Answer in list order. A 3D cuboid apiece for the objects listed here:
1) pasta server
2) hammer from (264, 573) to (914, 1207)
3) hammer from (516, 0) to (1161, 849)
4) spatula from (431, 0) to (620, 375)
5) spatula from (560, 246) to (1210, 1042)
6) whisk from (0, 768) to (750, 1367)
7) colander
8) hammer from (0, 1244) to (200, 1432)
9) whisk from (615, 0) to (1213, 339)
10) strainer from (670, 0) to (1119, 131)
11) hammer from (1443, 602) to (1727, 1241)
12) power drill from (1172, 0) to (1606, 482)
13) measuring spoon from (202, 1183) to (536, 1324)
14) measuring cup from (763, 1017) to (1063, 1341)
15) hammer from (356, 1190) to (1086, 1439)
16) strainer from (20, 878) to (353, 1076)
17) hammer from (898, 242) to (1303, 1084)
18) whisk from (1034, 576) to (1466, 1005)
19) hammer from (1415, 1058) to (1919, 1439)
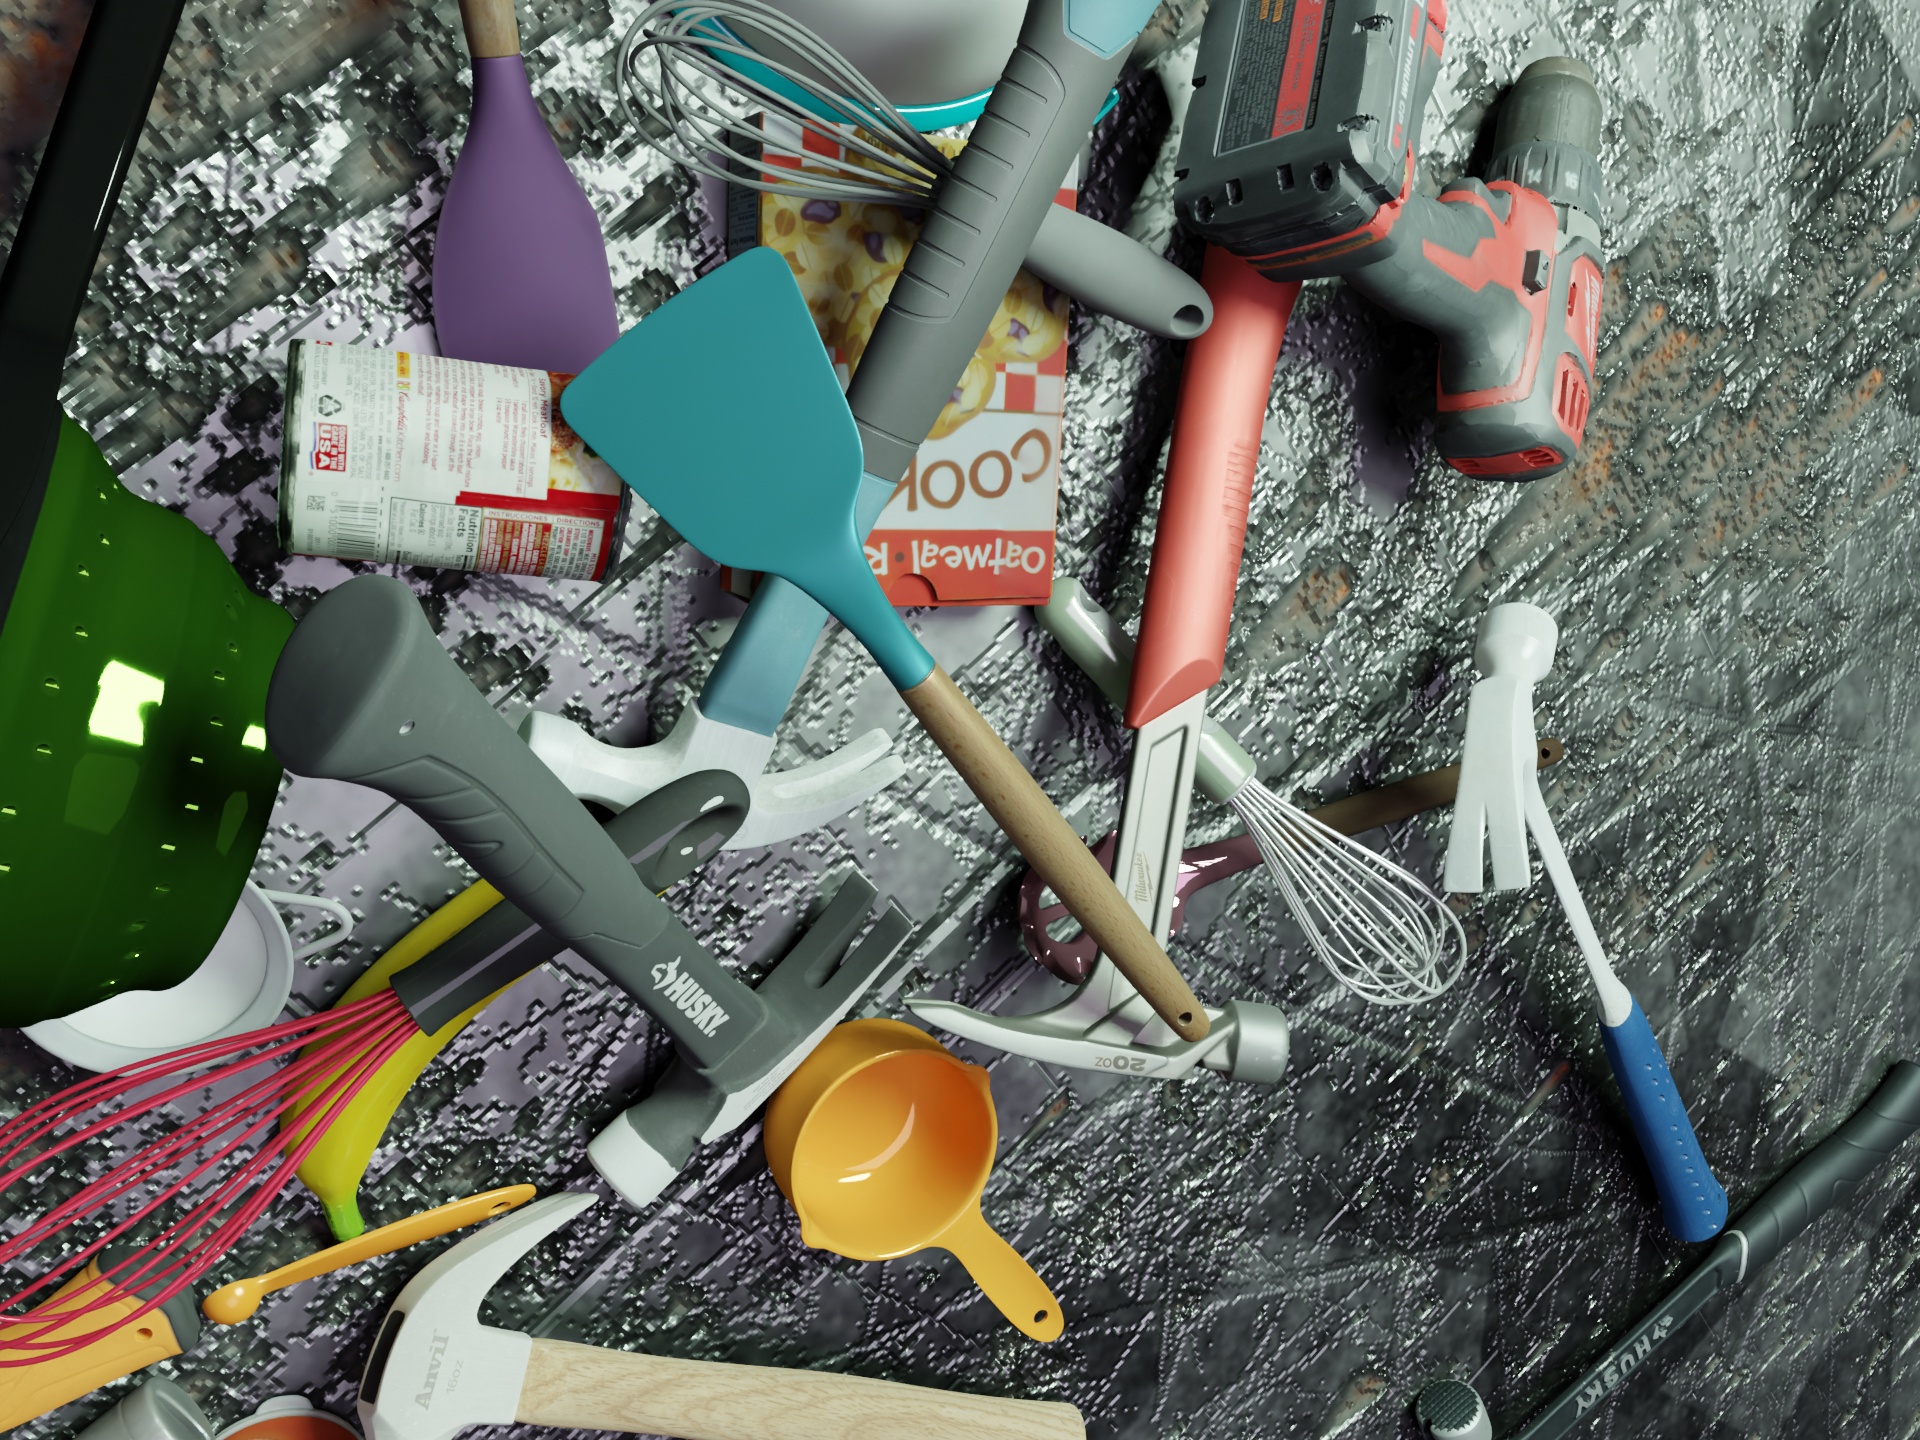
[{"bbox_3d":[0.158,0.050,0.716,0.316,0.040,0.060,-15,89,-24],"label":"pasta server"},{"bbox_3d":[-0.102,0.055,0.481,0.146,0.035,0.334,-43,154,-13],"label":"hammer"},{"bbox_3d":[-0.027,-0.097,0.524,0.128,0.033,0.331,19,110,-28],"label":"hammer"},{"bbox_3d":[-0.146,-0.226,0.476,0.059,0.018,0.315,-13,122,-19],"label":"spatula"},{"bbox_3d":[-0.001,-0.002,0.528,0.082,0.044,0.317,-36,116,3],"label":"spatula"},{"bbox_3d":[-0.191,0.101,0.501,0.296,0.073,0.073,-34,114,-16],"label":"whisk"},{"bbox_3d":[-0.223,-0.069,0.438,0.094,0.204,0.397,19,74,-33],"label":"colander"},{"bbox_3d":[-0.408,0.255,0.483,0.337,0.034,0.127,-19,108,-22],"label":"hammer"},{"bbox_3d":[-0.004,-0.176,0.537,0.238,0.055,0.055,16,94,-32],"label":"whisk"},{"bbox_3d":[-0.067,-0.305,0.493,0.340,0.095,0.211,-4,103,-27],"label":"strainer"},{"bbox_3d":[0.315,0.138,0.778,0.405,0.035,0.144,56,42,-33],"label":"hammer"},{"bbox_3d":[0.189,-0.217,0.622,0.226,0.080,0.188,23,74,-43],"label":"power drill"},{"bbox_3d":[-0.208,0.191,0.570,0.117,0.011,0.021,-13,146,-31],"label":"measuring spoon"},{"bbox_3d":[-0.013,0.194,0.656,0.095,0.052,0.173,-42,118,-12],"label":"measuring cup"},{"bbox_3d":[-0.074,0.273,0.637,0.331,0.031,0.130,24,66,-34],"label":"hammer"},{"bbox_3d":[-0.320,0.093,0.489,0.258,0.050,0.086,-18,117,-16],"label":"strainer"},{"bbox_3d":[0.079,-0.045,0.619,0.149,0.037,0.359,11,84,-11],"label":"hammer"},{"bbox_3d":[0.120,0.031,0.662,0.246,0.058,0.059,45,117,-10],"label":"whisk"},{"bbox_3d":[0.433,0.325,0.915,0.409,0.036,0.149,-32,114,-17],"label":"hammer"}]
